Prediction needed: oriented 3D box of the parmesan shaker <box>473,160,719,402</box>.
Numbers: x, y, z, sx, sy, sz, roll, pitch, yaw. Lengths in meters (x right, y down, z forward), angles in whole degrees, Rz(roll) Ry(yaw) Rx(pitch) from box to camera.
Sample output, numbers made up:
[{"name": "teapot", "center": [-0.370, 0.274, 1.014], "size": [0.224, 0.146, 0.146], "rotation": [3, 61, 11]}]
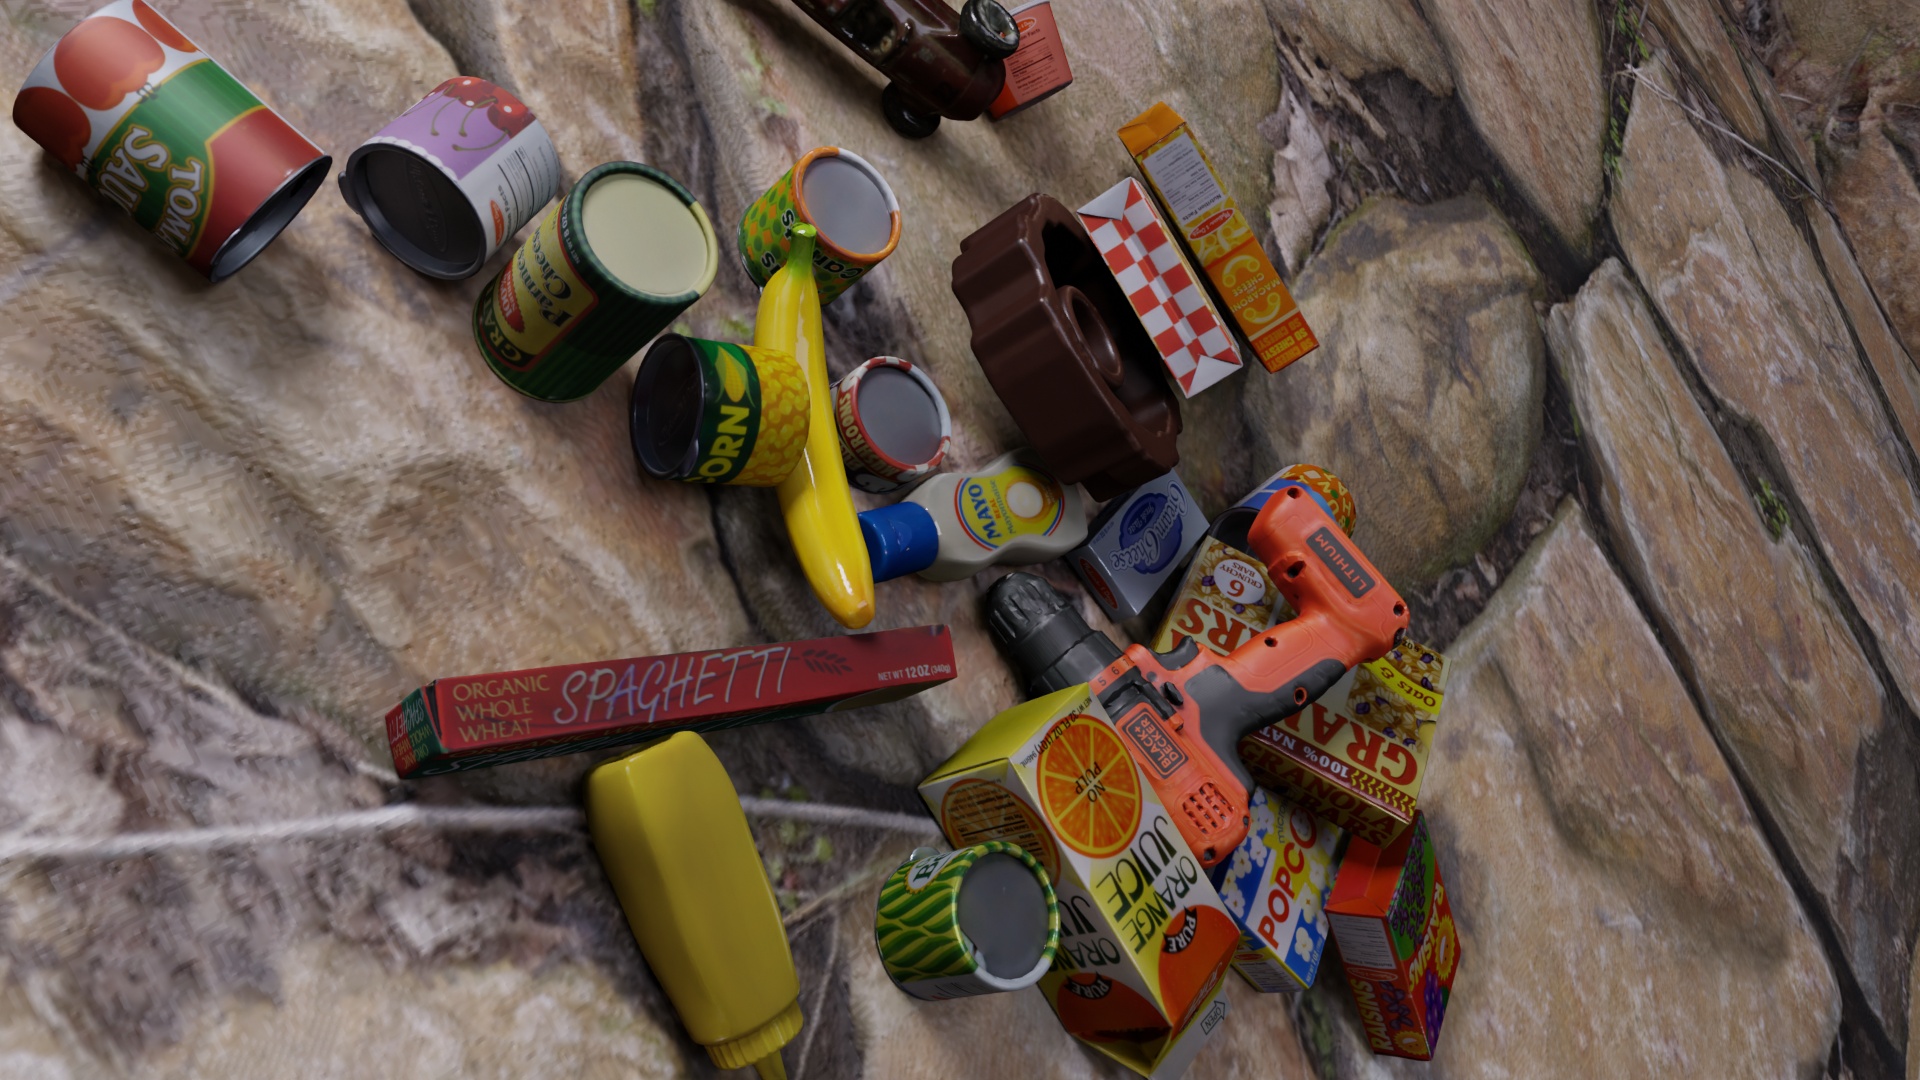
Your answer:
[{"name": "parmesan shaker", "center": [-0.158, -0.112, 0.595], "size": [0.071, 0.102, 0.071], "rotation": [18, 61, -34]}]

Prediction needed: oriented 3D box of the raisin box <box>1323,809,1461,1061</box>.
[{"name": "raisin box", "center": [0.256, 0.230, 0.816], "size": [0.086, 0.040, 0.123], "rotation": [-52, 128, -44]}]

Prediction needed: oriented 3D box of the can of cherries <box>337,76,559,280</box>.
[{"name": "can of cherries", "center": [-0.217, -0.156, 0.591], "size": [0.071, 0.071, 0.059], "rotation": [43, 49, -18]}]

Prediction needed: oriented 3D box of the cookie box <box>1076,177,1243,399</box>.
[{"name": "cookie box", "center": [0.123, -0.156, 0.847], "size": [0.123, 0.040, 0.168], "rotation": [58, 15, -6]}]

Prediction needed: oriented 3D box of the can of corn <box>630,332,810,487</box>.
[{"name": "can of corn", "center": [-0.109, -0.057, 0.637], "size": [0.058, 0.071, 0.071], "rotation": [3, 70, -40]}]

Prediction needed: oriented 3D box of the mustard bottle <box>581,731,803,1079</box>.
[{"name": "mustard bottle", "center": [-0.100, 0.157, 0.558], "size": [0.049, 0.065, 0.160], "rotation": [-24, 94, -39]}]

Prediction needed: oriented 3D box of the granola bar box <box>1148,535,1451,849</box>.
[{"name": "granola bar box", "center": [0.192, 0.084, 0.806], "size": [0.165, 0.038, 0.125], "rotation": [27, 51, 4]}]

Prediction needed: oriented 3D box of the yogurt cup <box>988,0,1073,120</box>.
[{"name": "yogurt cup", "center": [0.035, -0.301, 0.873], "size": [0.073, 0.072, 0.054], "rotation": [-37, 105, -44]}]

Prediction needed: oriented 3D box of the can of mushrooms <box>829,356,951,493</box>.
[{"name": "can of mushrooms", "center": [-0.040, -0.059, 0.722], "size": [0.071, 0.033, 0.071], "rotation": [18, 61, -35]}]

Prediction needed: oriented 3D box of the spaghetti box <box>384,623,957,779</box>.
[{"name": "spaghetti box", "center": [-0.111, 0.065, 0.594], "size": [0.251, 0.050, 0.029], "rotation": [-4, 73, -41]}]

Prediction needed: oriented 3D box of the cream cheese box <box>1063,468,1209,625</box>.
[{"name": "cream cheese box", "center": [0.107, -0.001, 0.828], "size": [0.053, 0.024, 0.104], "rotation": [55, 47, -10]}]

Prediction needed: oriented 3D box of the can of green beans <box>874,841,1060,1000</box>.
[{"name": "can of green beans", "center": [0.003, 0.175, 0.639], "size": [0.071, 0.057, 0.071], "rotation": [18, 61, -35]}]

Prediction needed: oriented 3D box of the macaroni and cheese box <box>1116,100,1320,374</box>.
[{"name": "macaroni and cheese box", "center": [0.166, -0.200, 0.908], "size": [0.166, 0.040, 0.124], "rotation": [54, 14, -18]}]

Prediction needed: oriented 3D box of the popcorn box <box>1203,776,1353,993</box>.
[{"name": "popcorn box", "center": [0.178, 0.182, 0.799], "size": [0.085, 0.038, 0.127], "rotation": [45, 49, -16]}]

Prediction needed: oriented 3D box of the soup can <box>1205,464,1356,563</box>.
[{"name": "soup can", "center": [0.207, -0.003, 0.885], "size": [0.084, 0.071, 0.071], "rotation": [-31, 93, -44]}]

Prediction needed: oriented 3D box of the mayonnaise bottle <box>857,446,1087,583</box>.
[{"name": "mayonnaise bottle", "center": [0.003, -0.009, 0.730], "size": [0.148, 0.041, 0.065], "rotation": [-15, 81, -44]}]

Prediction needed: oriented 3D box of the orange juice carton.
[{"name": "orange juice carton", "center": [0.069, 0.175, 0.685], "size": [0.072, 0.072, 0.192], "rotation": [-36, 97, -44]}]

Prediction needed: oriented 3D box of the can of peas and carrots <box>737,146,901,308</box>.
[{"name": "can of peas and carrots", "center": [-0.074, -0.159, 0.719], "size": [0.071, 0.058, 0.071], "rotation": [18, 61, -34]}]

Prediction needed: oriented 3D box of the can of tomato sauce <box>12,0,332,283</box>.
[{"name": "can of tomato sauce", "center": [-0.294, -0.148, 0.520], "size": [0.083, 0.071, 0.071], "rotation": [42, 50, -18]}]
